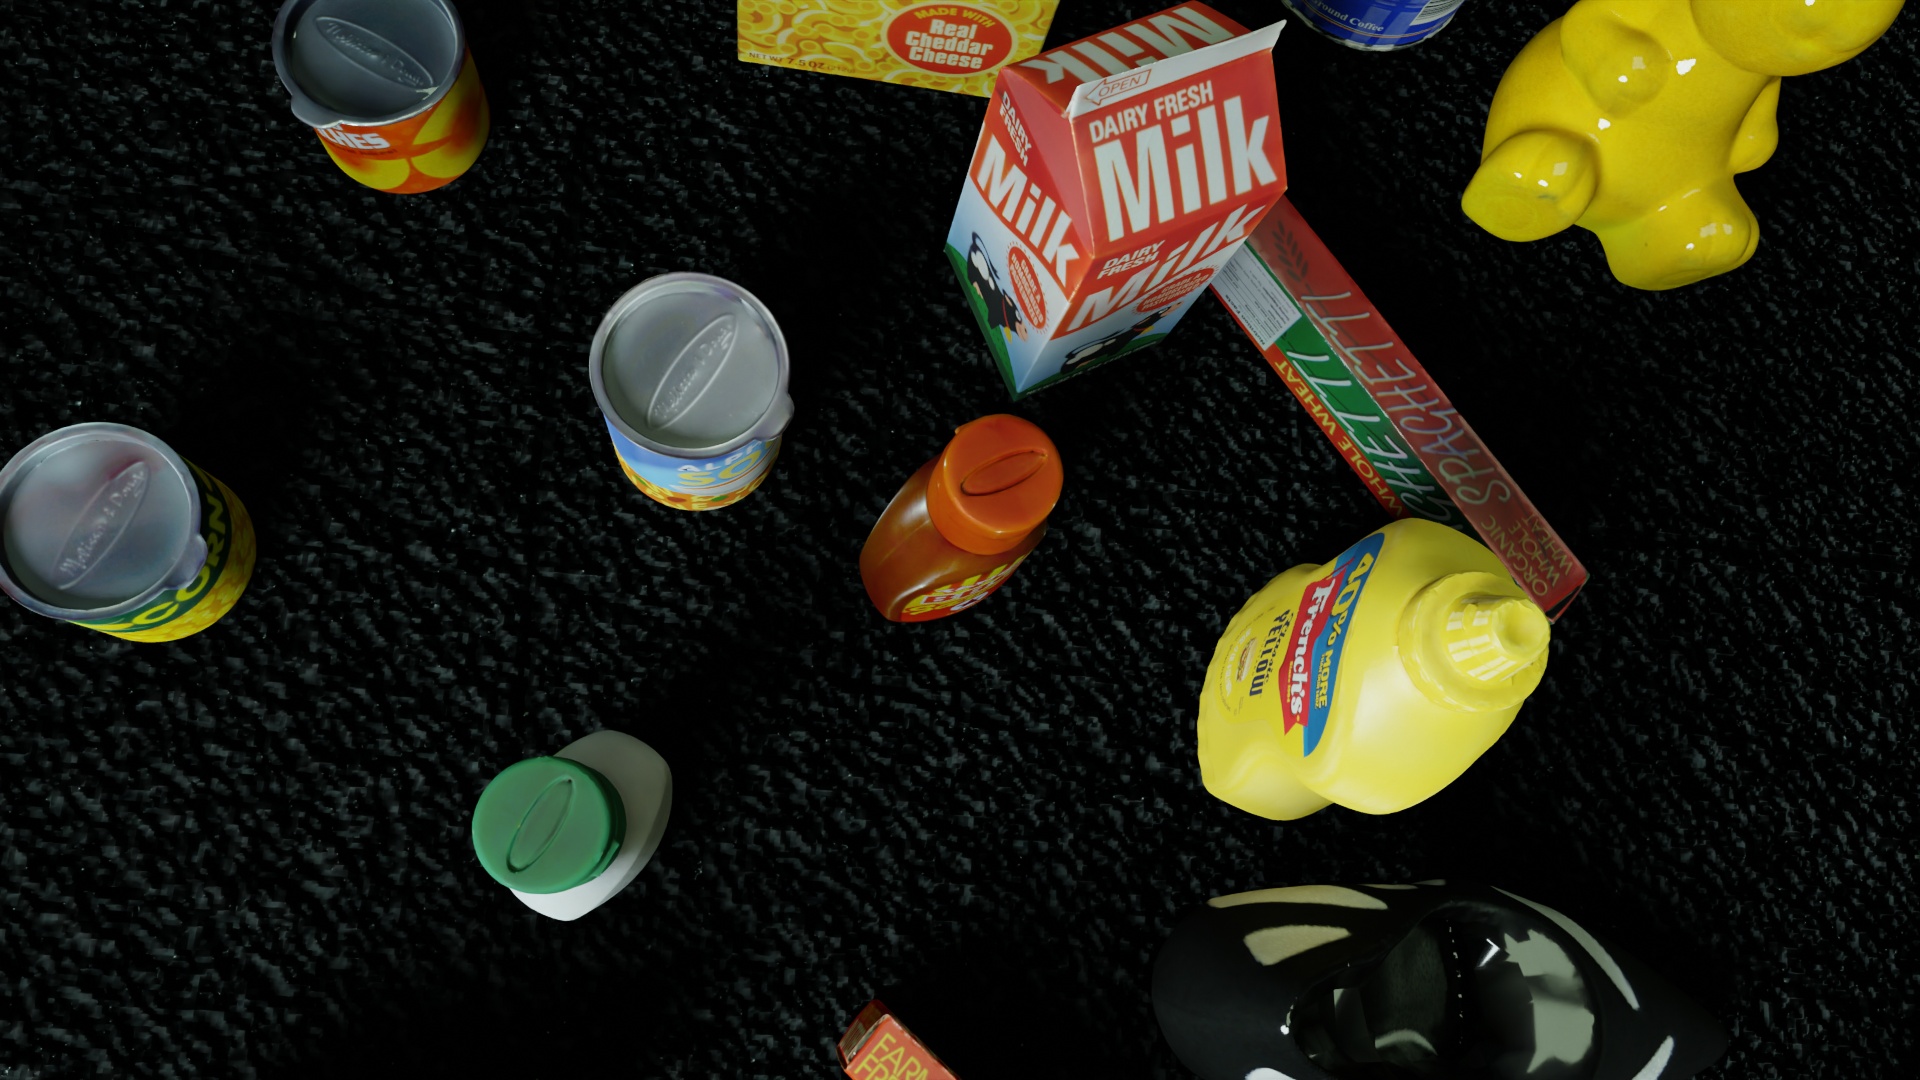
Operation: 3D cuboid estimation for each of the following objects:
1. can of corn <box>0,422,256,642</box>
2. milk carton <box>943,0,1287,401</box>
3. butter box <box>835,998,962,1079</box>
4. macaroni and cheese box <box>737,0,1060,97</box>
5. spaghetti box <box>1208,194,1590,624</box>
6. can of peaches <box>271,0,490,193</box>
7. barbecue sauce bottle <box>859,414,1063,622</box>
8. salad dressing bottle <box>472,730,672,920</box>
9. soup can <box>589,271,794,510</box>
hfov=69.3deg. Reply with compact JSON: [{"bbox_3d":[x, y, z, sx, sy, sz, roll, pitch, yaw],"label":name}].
[{"bbox_3d":[-0.284,0.000,0.478,0.071,0.058,0.071,2,78,-8],"label":"can of corn"},{"bbox_3d":[0.051,-0.120,0.488,0.072,0.190,0.073,-23,83,-12],"label":"milk carton"},{"bbox_3d":[0.002,0.204,0.480,0.103,0.053,0.024,43,76,2],"label":"butter box"},{"bbox_3d":[-0.019,-0.228,0.513,0.124,0.166,0.040,6,78,-7],"label":"macaroni and cheese box"},{"bbox_3d":[0.157,-0.069,0.565,0.029,0.050,0.250,-36,85,-14],"label":"spaghetti box"},{"bbox_3d":[-0.218,-0.172,0.526,0.071,0.058,0.071,2,78,-8],"label":"can of peaches"},{"bbox_3d":[0.002,-0.006,0.477,0.065,0.148,0.043,-23,83,-13],"label":"barbecue sauce bottle"},{"bbox_3d":[-0.120,0.089,0.437,0.044,0.147,0.064,31,76,-1],"label":"salad dressing bottle"},{"bbox_3d":[-0.094,-0.049,0.505,0.071,0.083,0.071,2,78,-8],"label":"soup can"}]
